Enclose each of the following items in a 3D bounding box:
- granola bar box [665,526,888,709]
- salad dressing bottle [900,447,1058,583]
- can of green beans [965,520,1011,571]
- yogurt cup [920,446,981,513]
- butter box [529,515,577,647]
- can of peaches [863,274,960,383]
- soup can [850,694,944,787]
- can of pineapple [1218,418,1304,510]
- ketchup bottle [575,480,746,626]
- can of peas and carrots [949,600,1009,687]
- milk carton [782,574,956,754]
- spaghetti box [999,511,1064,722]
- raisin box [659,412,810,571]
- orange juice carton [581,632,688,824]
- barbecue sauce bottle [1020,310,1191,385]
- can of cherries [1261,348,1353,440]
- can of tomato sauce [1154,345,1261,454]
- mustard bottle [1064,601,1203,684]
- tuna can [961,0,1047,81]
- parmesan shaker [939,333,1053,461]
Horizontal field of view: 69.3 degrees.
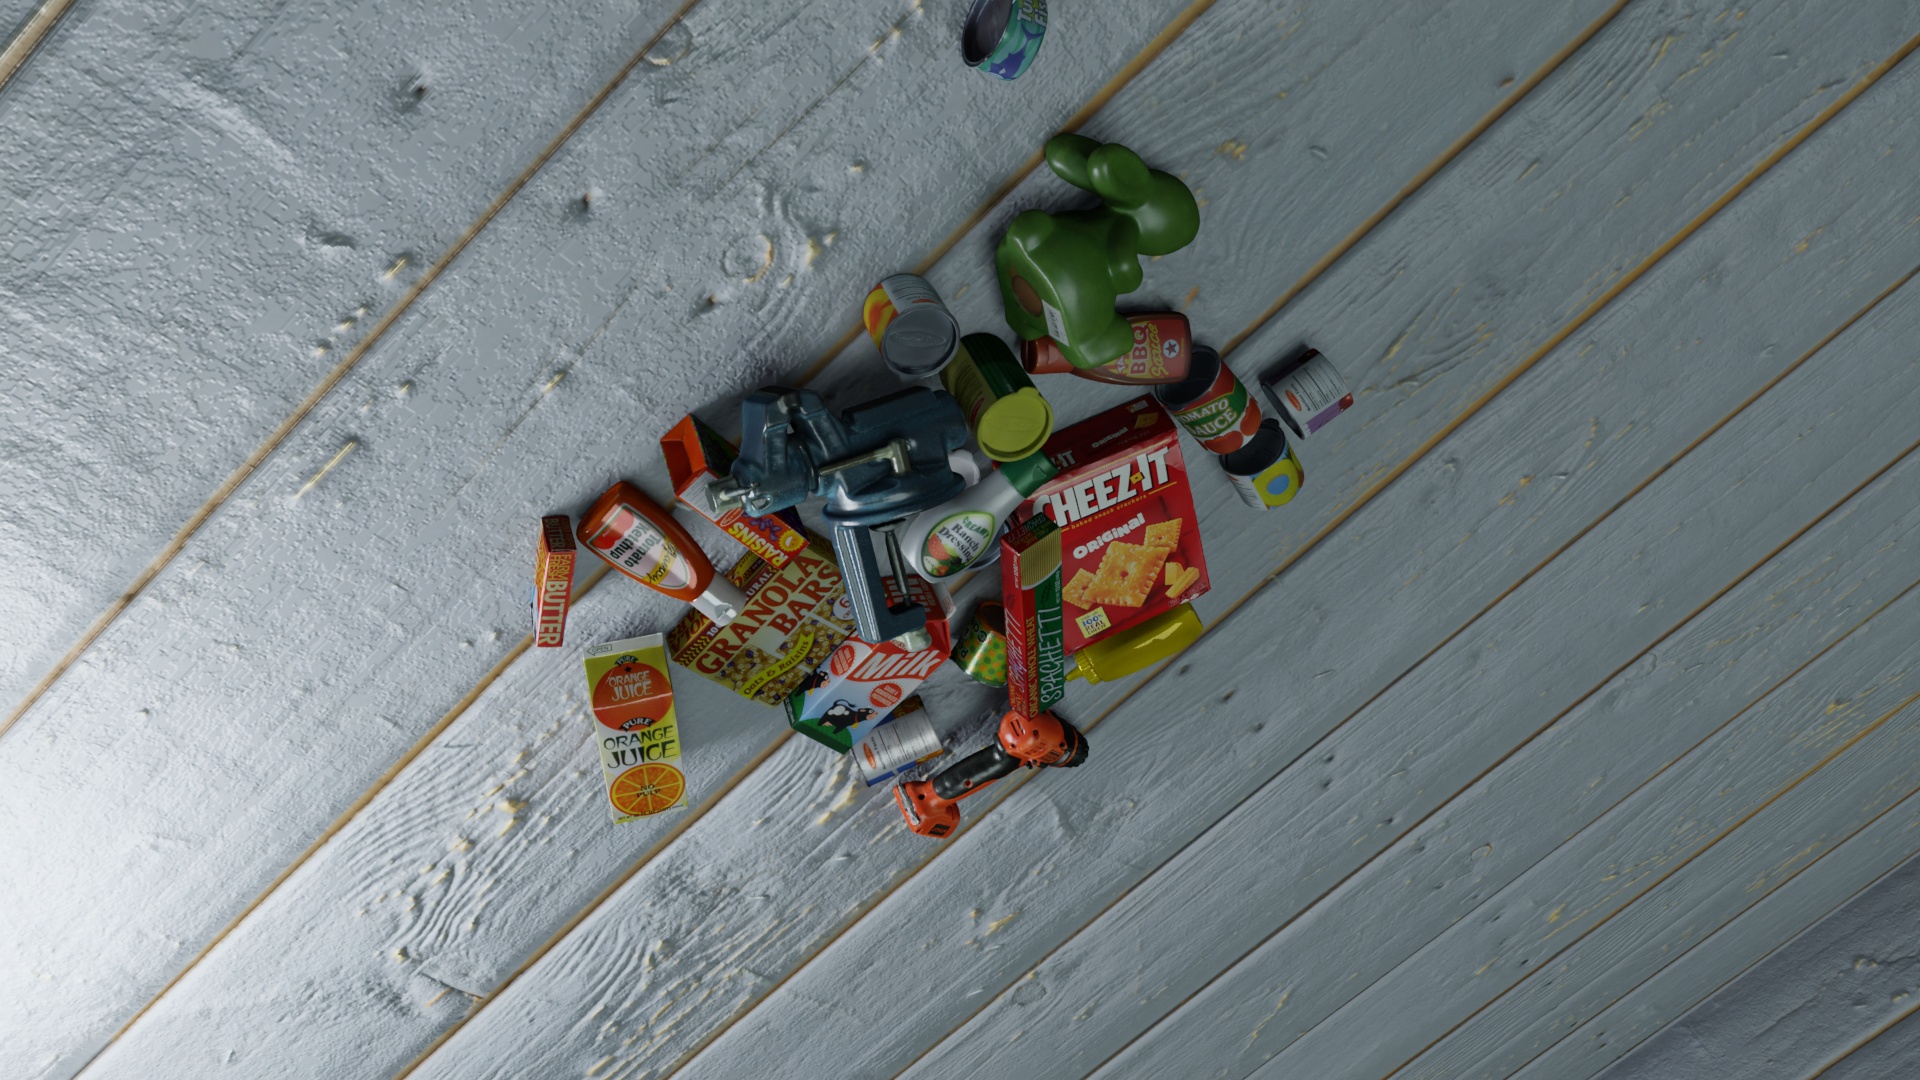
[{"bbox_3d":[-0.167,0.069,1.270,0.165,0.039,0.124,-45,129,14],"label":"granola bar box"},{"bbox_3d":[0.017,-0.026,1.194,0.147,0.044,0.064,-41,120,7],"label":"salad dressing bottle"},{"bbox_3d":[0.006,-0.015,1.263,0.071,0.058,0.071,-11,129,-14],"label":"can of green beans"},{"bbox_3d":[-0.021,-0.062,1.218,0.072,0.054,0.072,-11,129,-14],"label":"yogurt cup"},{"bbox_3d":[-0.342,0.034,1.163,0.024,0.053,0.103,1,125,-25],"label":"butter box"},{"bbox_3d":[-0.041,-0.172,1.124,0.071,0.058,0.070,-12,130,-14],"label":"can of peaches"},{"bbox_3d":[-0.067,0.200,1.397,0.084,0.071,0.071,-23,131,-5],"label":"soup can"},{"bbox_3d":[0.290,-0.072,1.331,0.071,0.071,0.057,-35,131,6],"label":"can of pineapple"},{"bbox_3d":[-0.247,0.016,1.172,0.064,0.044,0.148,-43,116,12],"label":"ketchup bottle"},{"bbox_3d":[0.031,0.099,1.357,0.071,0.071,0.058,14,119,-30],"label":"can of peas and carrots"},{"bbox_3d":[-0.079,0.107,1.313,0.190,0.072,0.073,-44,129,14],"label":"milk carton"},{"bbox_3d":[0.068,0.077,1.285,0.050,0.029,0.248,-32,142,-23],"label":"spaghetti box"},{"bbox_3d":[-0.186,-0.039,1.148,0.040,0.086,0.123,-42,130,10],"label":"raisin box"},{"bbox_3d":[-0.296,0.162,1.266,0.072,0.073,0.191,-10,128,-15],"label":"orange juice carton"},{"bbox_3d":[0.126,-0.165,1.199,0.149,0.044,0.064,-5,103,-21],"label":"barbecue sauce bottle"},{"bbox_3d":[0.324,-0.137,1.297,0.058,0.072,0.071,-37,131,7],"label":"can of cherries"},{"bbox_3d":[0.226,-0.125,1.261,0.071,0.071,0.083,-41,130,11],"label":"can of tomato sauce"},{"bbox_3d":[0.168,0.107,1.423,0.160,0.065,0.048,-31,126,10],"label":"mustard bottle"},{"bbox_3d":[0.033,-0.368,0.995,0.033,0.071,0.070,12,120,-31],"label":"tuna can"},{"bbox_3d":[0.030,-0.123,1.160,0.071,0.103,0.071,-11,130,-14],"label":"parmesan shaker"}]
